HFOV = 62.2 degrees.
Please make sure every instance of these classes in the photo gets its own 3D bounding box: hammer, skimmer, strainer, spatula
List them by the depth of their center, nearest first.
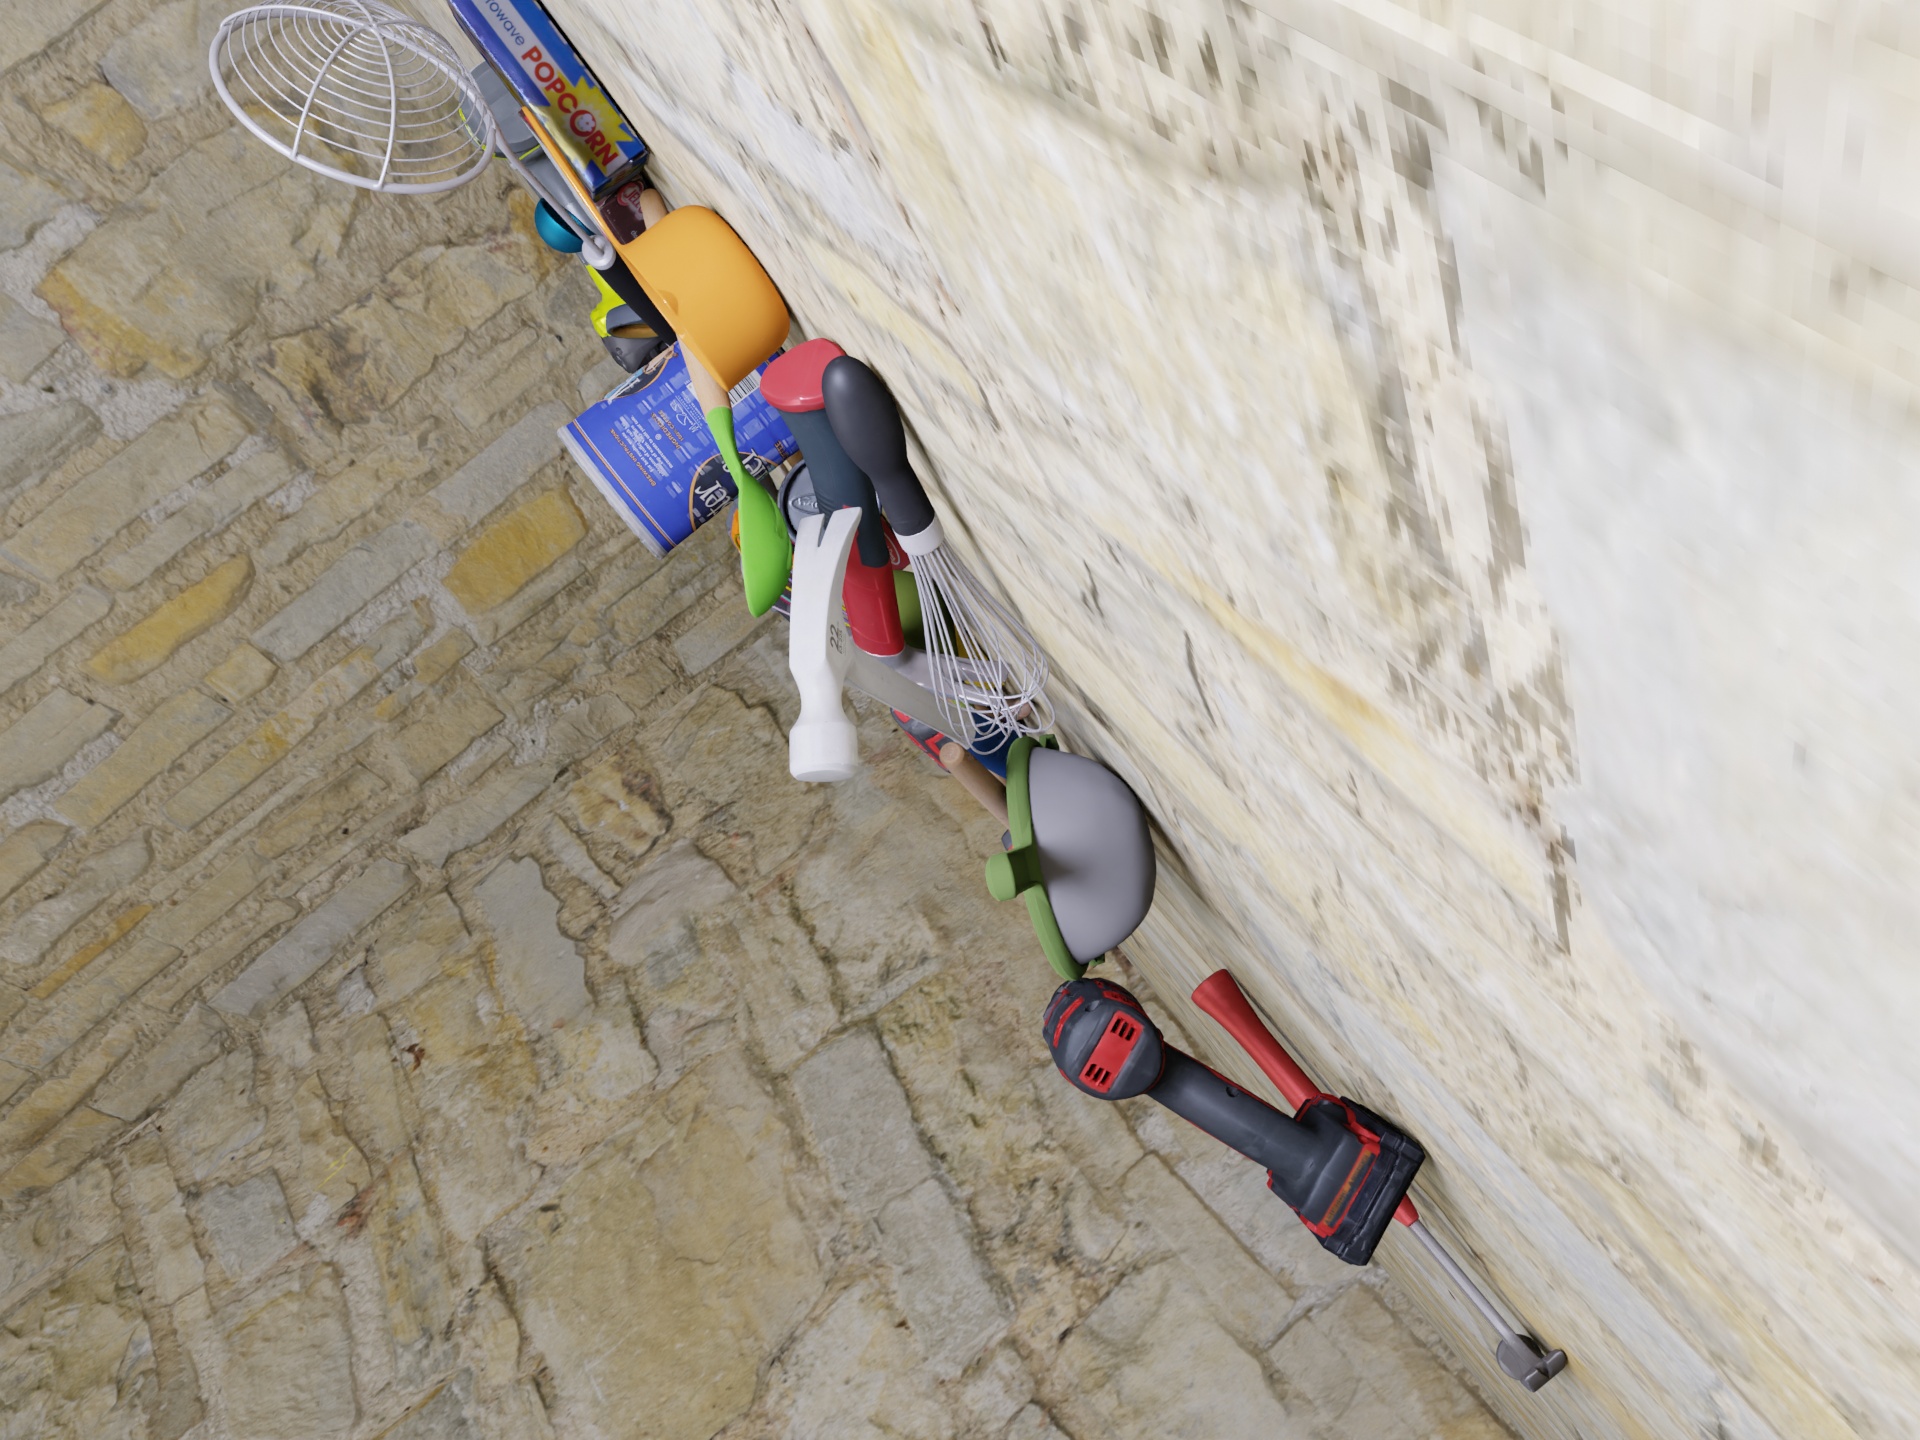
[{"bbox_3d":[-0.251,-0.270,0.875,0.127,0.090,0.363,57,-174,18],"label":"skimmer"},{"bbox_3d":[0.069,0.076,0.909,0.256,0.069,0.151,6,-108,-78],"label":"strainer"},{"bbox_3d":[-0.045,-0.098,0.918,0.143,0.038,0.386,15,163,7],"label":"hammer"},{"bbox_3d":[-0.002,-0.003,0.963,0.405,0.035,0.144,30,-125,-65],"label":"hammer"},{"bbox_3d":[0.296,0.326,1.162,0.359,0.037,0.149,50,177,25],"label":"hammer"},{"bbox_3d":[0.038,-0.008,1.245,0.060,0.018,0.316,44,179,-1],"label":"spatula"}]

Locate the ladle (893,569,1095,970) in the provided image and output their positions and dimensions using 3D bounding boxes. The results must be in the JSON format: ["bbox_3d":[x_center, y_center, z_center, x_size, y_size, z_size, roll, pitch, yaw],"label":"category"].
[{"bbox_3d":[0.013,0.036,1.136,0.078,0.062,0.320,-23,-94,-50],"label":"ladle"}]

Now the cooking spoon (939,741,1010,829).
[{"bbox_3d":[0.042,0.067,1.000,0.318,0.017,0.069,47,-146,-64],"label":"cooking spoon"}]

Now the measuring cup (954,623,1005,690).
[{"bbox_3d":[0.004,-0.038,1.267,0.062,0.029,0.156,52,176,5],"label":"measuring cup"}]

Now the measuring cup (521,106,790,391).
[{"bbox_3d":[-0.152,-0.252,0.809,0.173,0.052,0.095,54,177,-4],"label":"measuring cup"}]

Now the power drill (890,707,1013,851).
[{"bbox_3d":[0.041,0.058,1.252,0.220,0.078,0.143,48,-178,35],"label":"power drill"}]

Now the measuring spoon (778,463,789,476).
[{"bbox_3d":[-0.155,-0.233,1.374,0.124,0.018,0.034,59,177,37],"label":"measuring spoon"}]

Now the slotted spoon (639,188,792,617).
[{"bbox_3d":[-0.140,-0.189,0.882,0.070,0.031,0.314,83,168,-60],"label":"slotted spoon"}]

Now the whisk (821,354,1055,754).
[{"bbox_3d":[-0.010,-0.074,0.794,0.070,0.070,0.284,50,172,38],"label":"whisk"}]

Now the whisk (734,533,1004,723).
[{"bbox_3d":[-0.068,-0.064,1.184,0.245,0.047,0.051,37,-137,-4],"label":"whisk"}]

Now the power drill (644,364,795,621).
[{"bbox_3d":[-0.157,-0.173,1.246,0.164,0.084,0.226,57,172,39],"label":"power drill"}]

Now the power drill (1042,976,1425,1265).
[{"bbox_3d":[0.151,0.229,0.982,0.226,0.080,0.188,30,177,0],"label":"power drill"}]

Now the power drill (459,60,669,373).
[{"bbox_3d":[-0.288,-0.380,1.184,0.228,0.080,0.191,56,175,-23],"label":"power drill"}]

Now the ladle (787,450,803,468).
[{"bbox_3d":[-0.123,-0.199,1.339,0.315,0.031,0.069,55,-178,-26],"label":"ladle"}]

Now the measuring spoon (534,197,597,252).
[{"bbox_3d":[-0.235,-0.305,1.067,0.128,0.021,0.042,27,-153,-45],"label":"measuring spoon"}]
